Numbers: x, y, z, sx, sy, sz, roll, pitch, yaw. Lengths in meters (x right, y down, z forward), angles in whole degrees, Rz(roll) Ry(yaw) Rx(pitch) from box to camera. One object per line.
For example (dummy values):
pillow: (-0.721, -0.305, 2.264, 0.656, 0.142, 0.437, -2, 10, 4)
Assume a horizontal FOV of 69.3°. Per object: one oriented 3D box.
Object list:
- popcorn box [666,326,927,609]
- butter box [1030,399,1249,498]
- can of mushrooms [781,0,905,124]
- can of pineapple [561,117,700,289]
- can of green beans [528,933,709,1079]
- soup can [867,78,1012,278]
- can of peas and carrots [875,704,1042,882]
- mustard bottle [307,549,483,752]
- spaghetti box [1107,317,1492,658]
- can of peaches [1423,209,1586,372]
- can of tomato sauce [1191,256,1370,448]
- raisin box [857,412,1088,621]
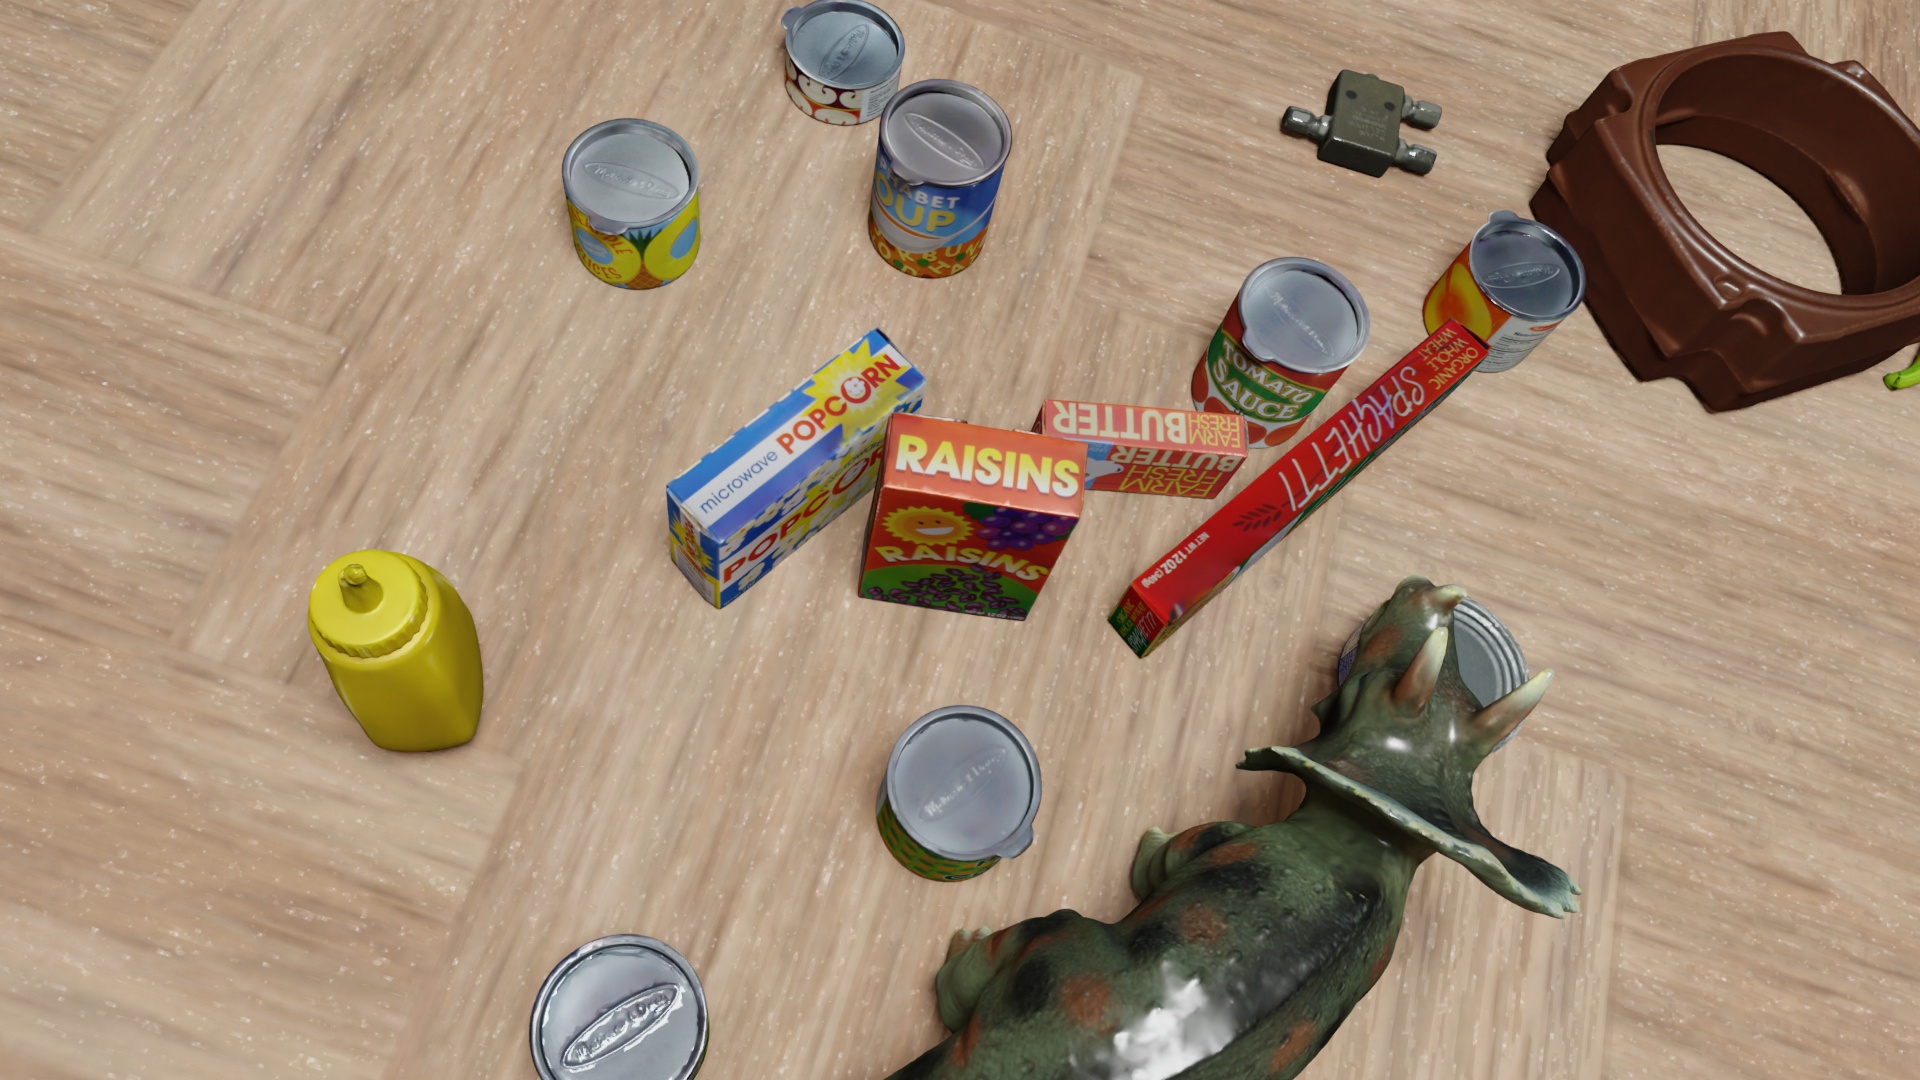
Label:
popcorn box: (-0.076, -0.032, 0.643, 0.038, 0.085, 0.127, 45, 67, 11)
butter box: (0.086, -0.045, 0.693, 0.103, 0.053, 0.024, 4, 66, -7)
can of mushrooms: (-0.068, -0.270, 0.779, 0.071, 0.033, 0.071, 3, 66, -8)
can of pineapple: (-0.167, -0.169, 0.705, 0.071, 0.057, 0.071, 3, 66, -8)
can of green beans: (-0.133, 0.193, 0.549, 0.071, 0.057, 0.071, 3, 66, -8)
soup can: (-0.015, -0.184, 0.722, 0.071, 0.083, 0.071, 3, 66, -8)
can of peas and carrots: (0.000, 0.113, 0.605, 0.071, 0.058, 0.071, 3, 66, -8)
mustard bottle: (-0.223, 0.038, 0.547, 0.049, 0.159, 0.065, -5, 67, -11)
spaghetti box: (0.175, -0.030, 0.702, 0.251, 0.050, 0.029, -37, 77, -22)
can of peaches: (0.297, -0.136, 0.764, 0.071, 0.057, 0.071, 3, 66, -8)
can of tomato sauce: (0.160, -0.093, 0.709, 0.071, 0.082, 0.071, 3, 66, -8)
raisin box: (0.002, -0.008, 0.624, 0.086, 0.123, 0.040, 9, 66, -5)
